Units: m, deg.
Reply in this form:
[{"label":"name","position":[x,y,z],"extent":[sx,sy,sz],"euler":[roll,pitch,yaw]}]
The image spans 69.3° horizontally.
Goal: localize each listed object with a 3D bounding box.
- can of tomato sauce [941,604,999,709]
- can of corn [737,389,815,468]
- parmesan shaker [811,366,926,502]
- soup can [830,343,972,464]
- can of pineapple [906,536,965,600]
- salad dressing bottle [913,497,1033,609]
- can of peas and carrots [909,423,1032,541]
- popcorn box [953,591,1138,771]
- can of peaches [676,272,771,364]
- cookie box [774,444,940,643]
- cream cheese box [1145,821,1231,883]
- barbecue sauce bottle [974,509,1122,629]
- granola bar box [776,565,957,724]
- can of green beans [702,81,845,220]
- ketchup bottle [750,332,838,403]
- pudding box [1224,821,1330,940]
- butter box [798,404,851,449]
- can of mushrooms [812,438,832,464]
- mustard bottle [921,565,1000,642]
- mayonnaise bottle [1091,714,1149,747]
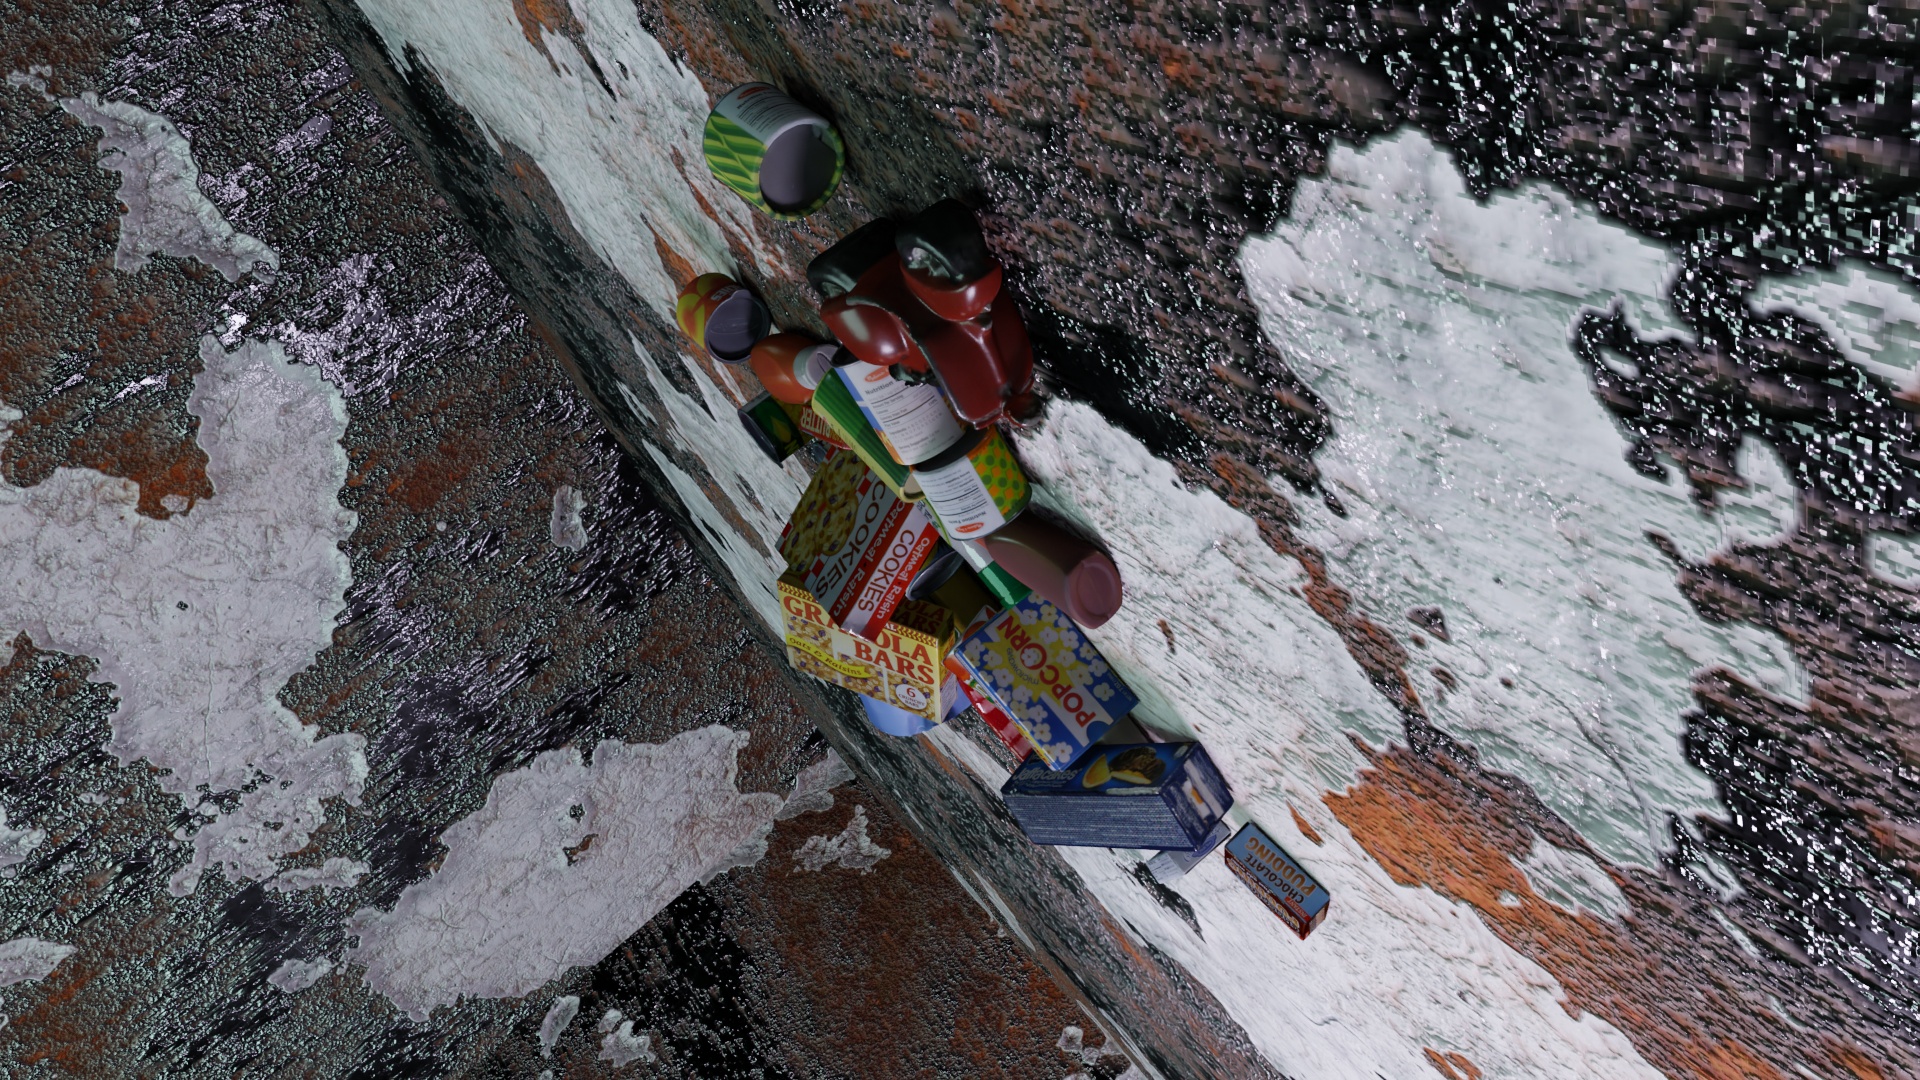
[{"label":"can of tomato sauce","position":[0.034,0.107,1.202],"extent":[0.083,0.071,0.071],"euler":[38,165,2]},{"label":"can of corn","position":[-0.171,-0.115,1.344],"extent":[0.071,0.058,0.071],"euler":[47,165,16]},{"label":"parmesan shaker","position":[-0.051,-0.085,1.027],"extent":[0.103,0.071,0.071],"euler":[45,165,20]},{"label":"soup can","position":[-0.038,-0.104,0.935],"extent":[0.083,0.071,0.071],"euler":[57,165,-25]},{"label":"can of pineapple","position":[-0.036,0.009,1.221],"extent":[0.058,0.071,0.070],"euler":[49,166,17]},{"label":"salad dressing bottle","position":[0.004,-0.013,1.076],"extent":[0.147,0.044,0.064],"euler":[50,172,2]},{"label":"can of peas and carrots","position":[0.007,-0.044,0.948],"extent":[0.058,0.071,0.071],"euler":[58,164,-25]},{"label":"popcorn box","position":[0.067,0.108,1.103],"extent":[0.127,0.085,0.038],"euler":[50,167,4]},{"label":"can of peaches","position":[-0.212,-0.201,1.240],"extent":[0.058,0.071,0.071],"euler":[39,162,41]},{"label":"cookie box","position":[-0.087,-0.006,1.186],"extent":[0.040,0.122,0.168],"euler":[25,-170,-35]},{"label":"cream cheese box","position":[0.190,0.260,1.167],"extent":[0.024,0.053,0.103],"euler":[50,166,12]},{"label":"barbecue sauce bottle","position":[0.051,0.007,0.980],"extent":[0.149,0.044,0.064],"euler":[35,159,50]},{"label":"granola bar box","position":[-0.084,0.091,1.283],"extent":[0.166,0.039,0.123],"euler":[19,138,19]},{"label":"can of green beans","position":[-0.111,-0.233,0.833],"extent":[0.058,0.071,0.071],"euler":[41,163,35]},{"label":"ketchup bottle","position":[-0.135,-0.146,1.178],"extent":[0.064,0.043,0.149],"euler":[55,165,-18]},{"label":"pudding box","position":[0.239,0.259,1.055],"extent":[0.084,0.030,0.049],"euler":[44,165,29]},{"label":"butter box","position":[-0.093,-0.093,1.161],"extent":[0.103,0.053,0.024],"euler":[26,108,61]},{"label":"can of mushrooms","position":[-0.107,-0.075,1.294],"extent":[0.071,0.033,0.070],"euler":[47,166,16]},{"label":"mustard bottle","position":[-0.019,0.041,1.278],"extent":[0.160,0.049,0.065],"euler":[49,160,7]},{"label":"mayonnaise bottle","position":[0.108,0.144,1.153],"extent":[0.148,0.041,0.064],"euler":[52,159,-6]}]
